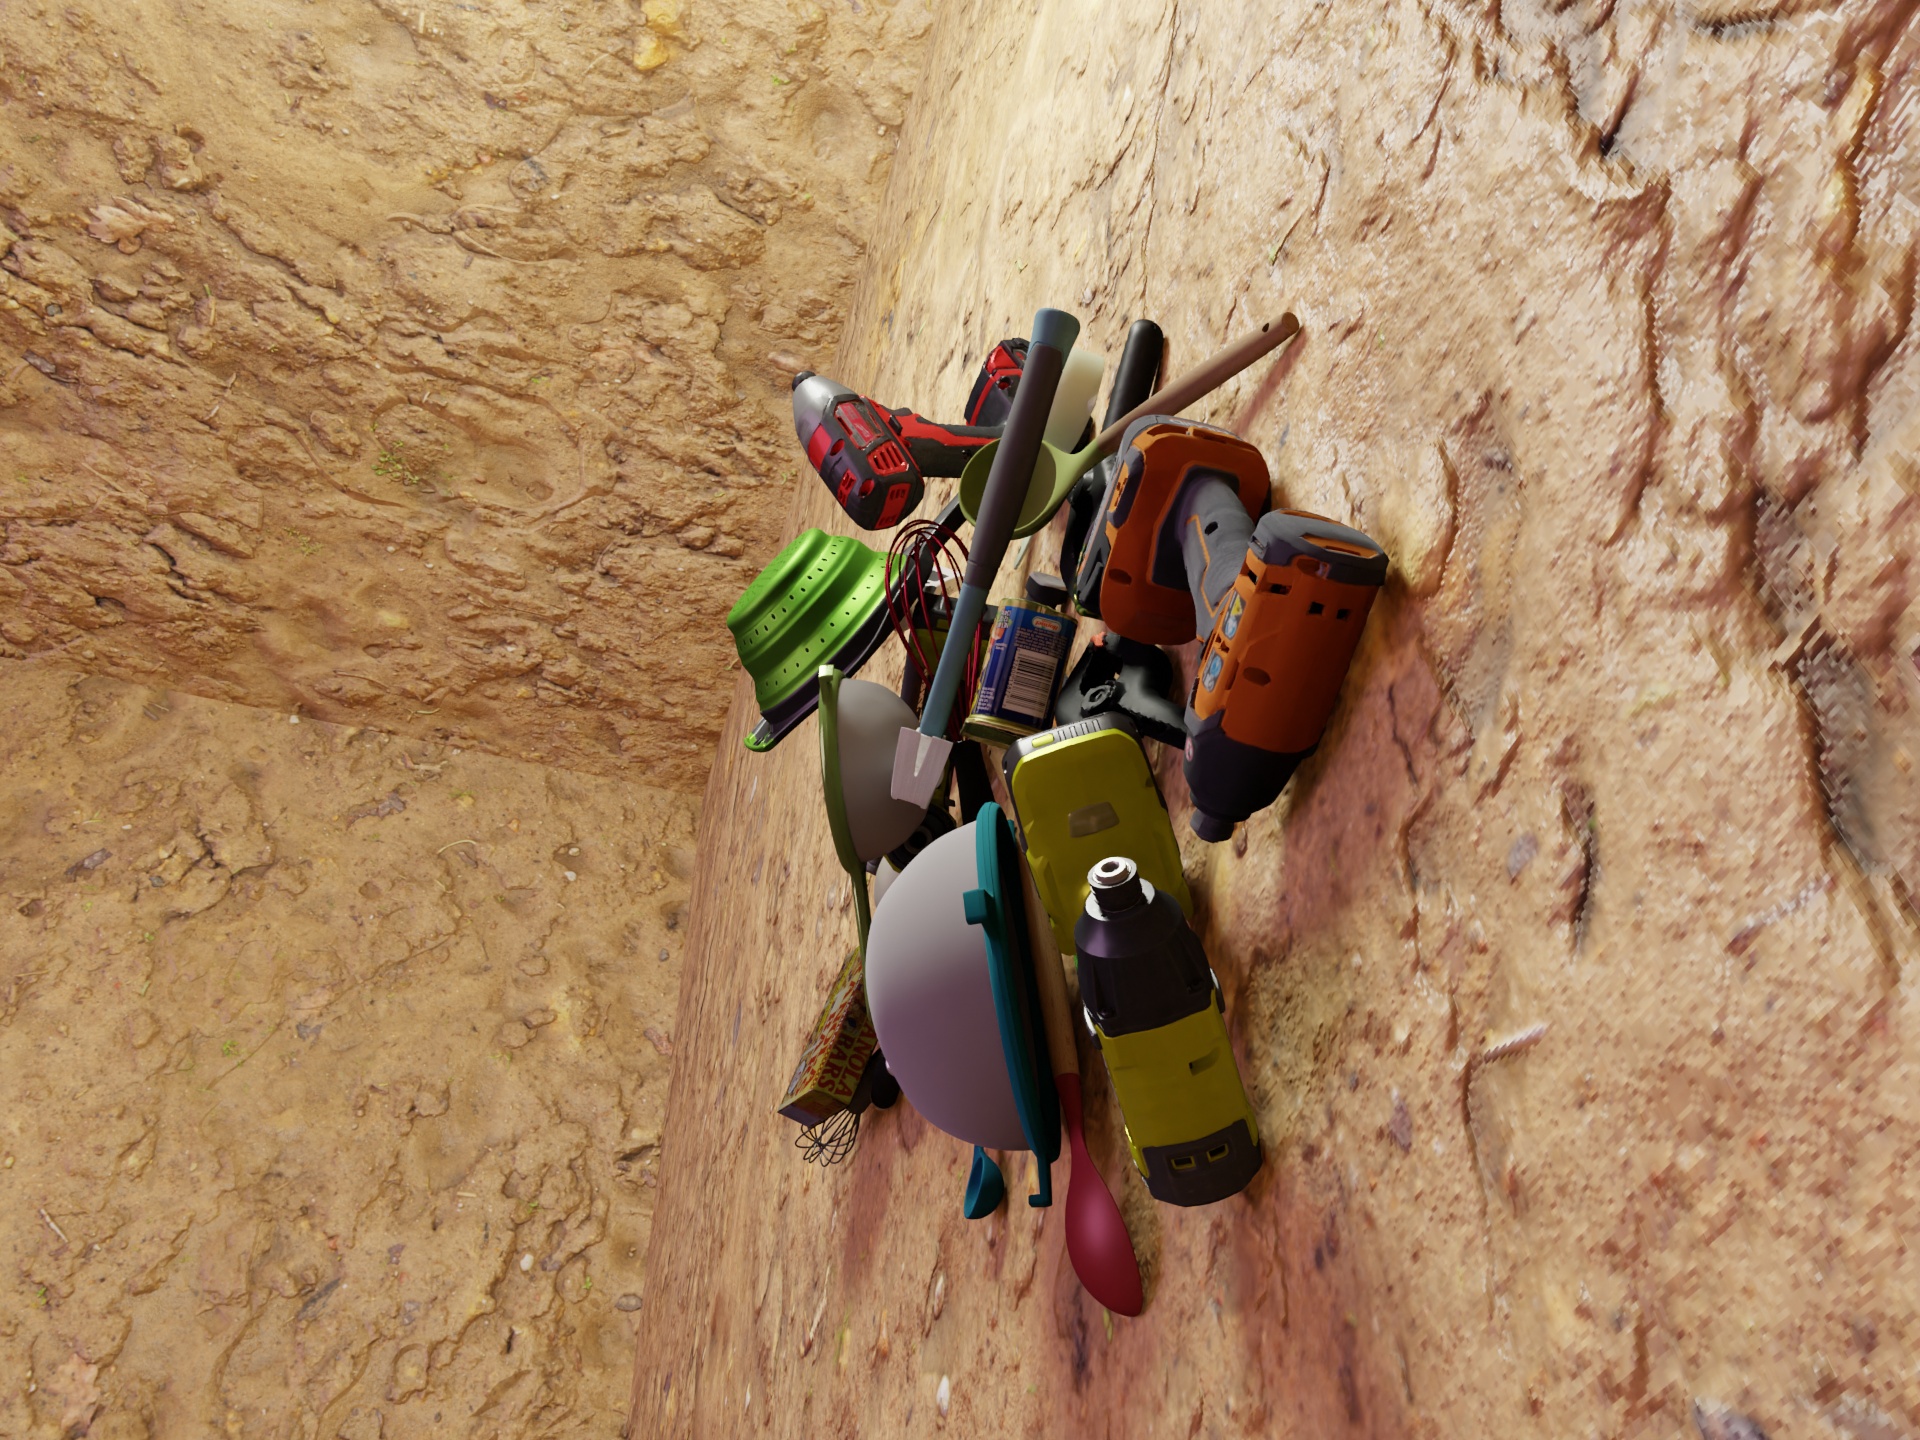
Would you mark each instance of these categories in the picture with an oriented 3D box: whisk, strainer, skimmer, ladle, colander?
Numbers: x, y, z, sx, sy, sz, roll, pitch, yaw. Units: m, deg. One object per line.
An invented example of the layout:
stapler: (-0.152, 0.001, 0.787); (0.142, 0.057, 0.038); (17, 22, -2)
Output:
whisk: (-0.099, 0.349, 1.454); (0.238, 0.055, 0.055); (122, 156, -46)
strainer: (-0.050, 0.085, 1.145); (0.151, 0.069, 0.256); (58, -156, -80)
whisk: (-0.002, -0.004, 1.174); (0.073, 0.073, 0.296); (166, 92, -75)
skimmer: (-0.015, 0.253, 1.231); (0.363, 0.090, 0.127); (105, 173, -61)
strainer: (-0.003, 0.139, 0.997); (0.340, 0.095, 0.211); (-87, -14, -72)
ladle: (0.096, -0.188, 1.005); (0.320, 0.062, 0.078); (-24, 55, 59)
colander: (-0.071, -0.151, 1.318); (0.397, 0.094, 0.204); (-49, 14, -9)
ladle: (0.057, 0.178, 0.899); (0.069, 0.031, 0.316); (102, 165, -49)

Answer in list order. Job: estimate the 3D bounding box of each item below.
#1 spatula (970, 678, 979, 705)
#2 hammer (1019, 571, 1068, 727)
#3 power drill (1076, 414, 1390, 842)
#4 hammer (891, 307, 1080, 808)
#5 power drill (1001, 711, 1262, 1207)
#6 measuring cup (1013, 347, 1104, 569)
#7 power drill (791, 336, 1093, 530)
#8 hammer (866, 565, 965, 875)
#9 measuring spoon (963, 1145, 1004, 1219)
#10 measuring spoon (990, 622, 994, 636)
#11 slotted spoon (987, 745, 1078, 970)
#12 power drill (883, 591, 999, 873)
spatula: (-0.040, 0.093, 1.494); (0.081, 0.041, 0.322); (-102, 23, -60)
hammer: (0.072, 0.003, 1.081); (0.337, 0.034, 0.127); (-112, 38, -67)
power drill: (0.127, -0.052, 0.811); (0.227, 0.084, 0.164); (-111, 34, -61)
hammer: (0.014, -0.100, 1.025); (0.128, 0.033, 0.331); (-65, -8, -82)
power drill: (0.079, 0.095, 0.762); (0.223, 0.080, 0.171); (-102, -6, -63)
measuring cup: (0.057, -0.194, 1.168); (0.083, 0.038, 0.167); (-129, 60, -78)
power drill: (-0.021, -0.225, 1.223); (0.143, 0.219, 0.078); (55, 142, 25)
hammer: (-0.049, 0.009, 1.500); (0.146, 0.035, 0.334); (-42, -31, -54)
measuring spoon: (0.022, 0.284, 1.086); (0.129, 0.021, 0.042); (-80, 9, -52)
measuring spoon: (0.038, -0.080, 1.243); (0.117, 0.011, 0.021); (-37, -35, -69)
slotted spoon: (0.058, 0.083, 1.016); (0.314, 0.031, 0.070); (-118, 37, -63)
power drill: (-0.018, 0.017, 1.296); (0.190, 0.080, 0.228); (99, -179, -86)
